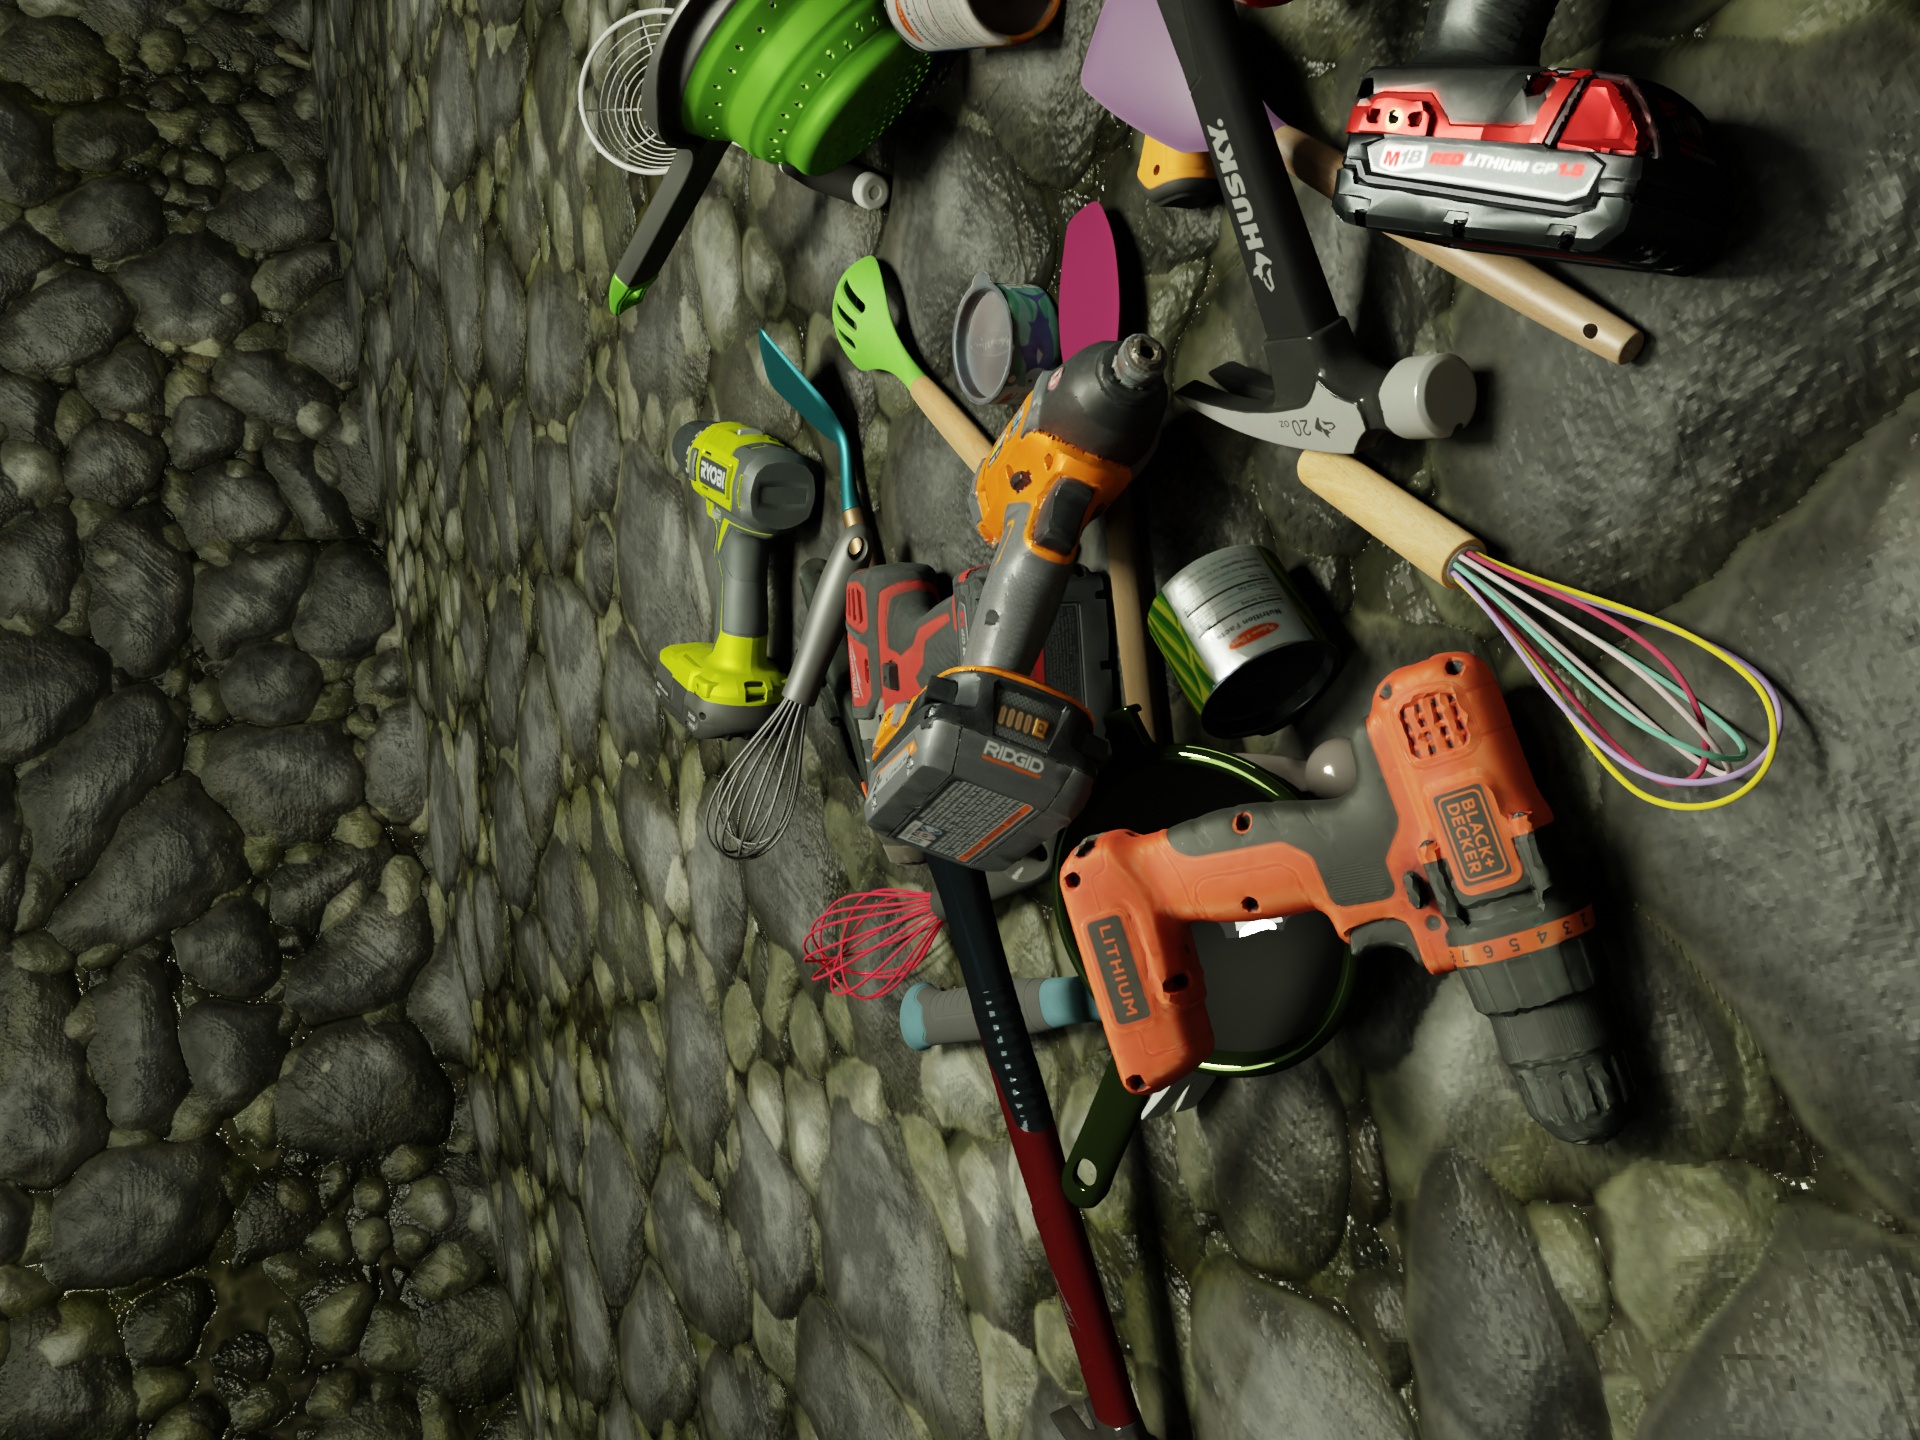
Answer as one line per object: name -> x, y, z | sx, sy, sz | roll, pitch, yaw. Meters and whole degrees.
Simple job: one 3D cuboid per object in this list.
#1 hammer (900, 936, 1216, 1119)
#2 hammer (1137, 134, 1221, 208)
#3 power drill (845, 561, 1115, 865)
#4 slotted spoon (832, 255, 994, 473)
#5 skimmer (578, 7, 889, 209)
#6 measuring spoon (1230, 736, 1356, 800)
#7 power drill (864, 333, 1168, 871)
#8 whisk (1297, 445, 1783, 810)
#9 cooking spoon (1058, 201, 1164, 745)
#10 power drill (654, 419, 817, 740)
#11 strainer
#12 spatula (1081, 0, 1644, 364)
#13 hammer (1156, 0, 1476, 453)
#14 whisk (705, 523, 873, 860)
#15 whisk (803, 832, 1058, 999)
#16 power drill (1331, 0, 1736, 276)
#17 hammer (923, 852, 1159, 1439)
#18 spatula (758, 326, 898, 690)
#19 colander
hammer -> 0.046, 0.160, 0.906 | 0.331, 0.033, 0.128 | -26, 71, 60
hammer -> 0.095, -0.404, 0.714 | 0.127, 0.034, 0.337 | 2, 96, 62
power drill -> -0.001, -0.003, 0.921 | 0.227, 0.080, 0.188 | 1, 96, 64
slotted spoon -> -0.012, -0.190, 0.956 | 0.314, 0.031, 0.070 | 55, 141, 39
skimmer -> -0.165, -0.423, 1.122 | 0.127, 0.090, 0.364 | -55, 41, 6
measuring spoon -> 0.139, 0.026, 0.728 | 0.124, 0.018, 0.034 | -3, 93, 62
power drill -> 0.034, -0.060, 0.716 | 0.164, 0.084, 0.227 | 133, 155, -64
whisk -> 0.197, -0.045, 0.587 | 0.245, 0.051, 0.047 | -128, 36, -49
cooking spoon -> 0.082, -0.103, 0.808 | 0.069, 0.017, 0.319 | 169, 95, -68
power drill -> -0.181, -0.116, 1.224 | 0.191, 0.080, 0.228 | 34, 122, 54
strainer -> 0.106, 0.121, 0.734 | 0.152, 0.069, 0.256 | 33, 122, 26
spatula -> 0.145, -0.223, 0.635 | 0.316, 0.018, 0.059 | 49, 132, 36
hammer -> 0.091, -0.260, 0.610 | 0.146, 0.035, 0.334 | 15, 133, 61
whisk -> -0.108, -0.016, 1.030 | 0.055, 0.055, 0.239 | 35, 106, 54
whisk -> -0.020, 0.119, 0.996 | 0.296, 0.073, 0.073 | -35, 65, 51
power drill -> 0.204, -0.257, 0.492 | 0.143, 0.078, 0.219 | 23, 111, 41
hammer -> 0.035, 0.219, 0.842 | 0.143, 0.038, 0.386 | 169, 85, -74
spatula -> -0.077, -0.113, 1.067 | 0.082, 0.044, 0.318 | 98, 157, -75
colander -> -0.121, -0.355, 0.990 | 0.094, 0.204, 0.397 | 46, 140, -3
